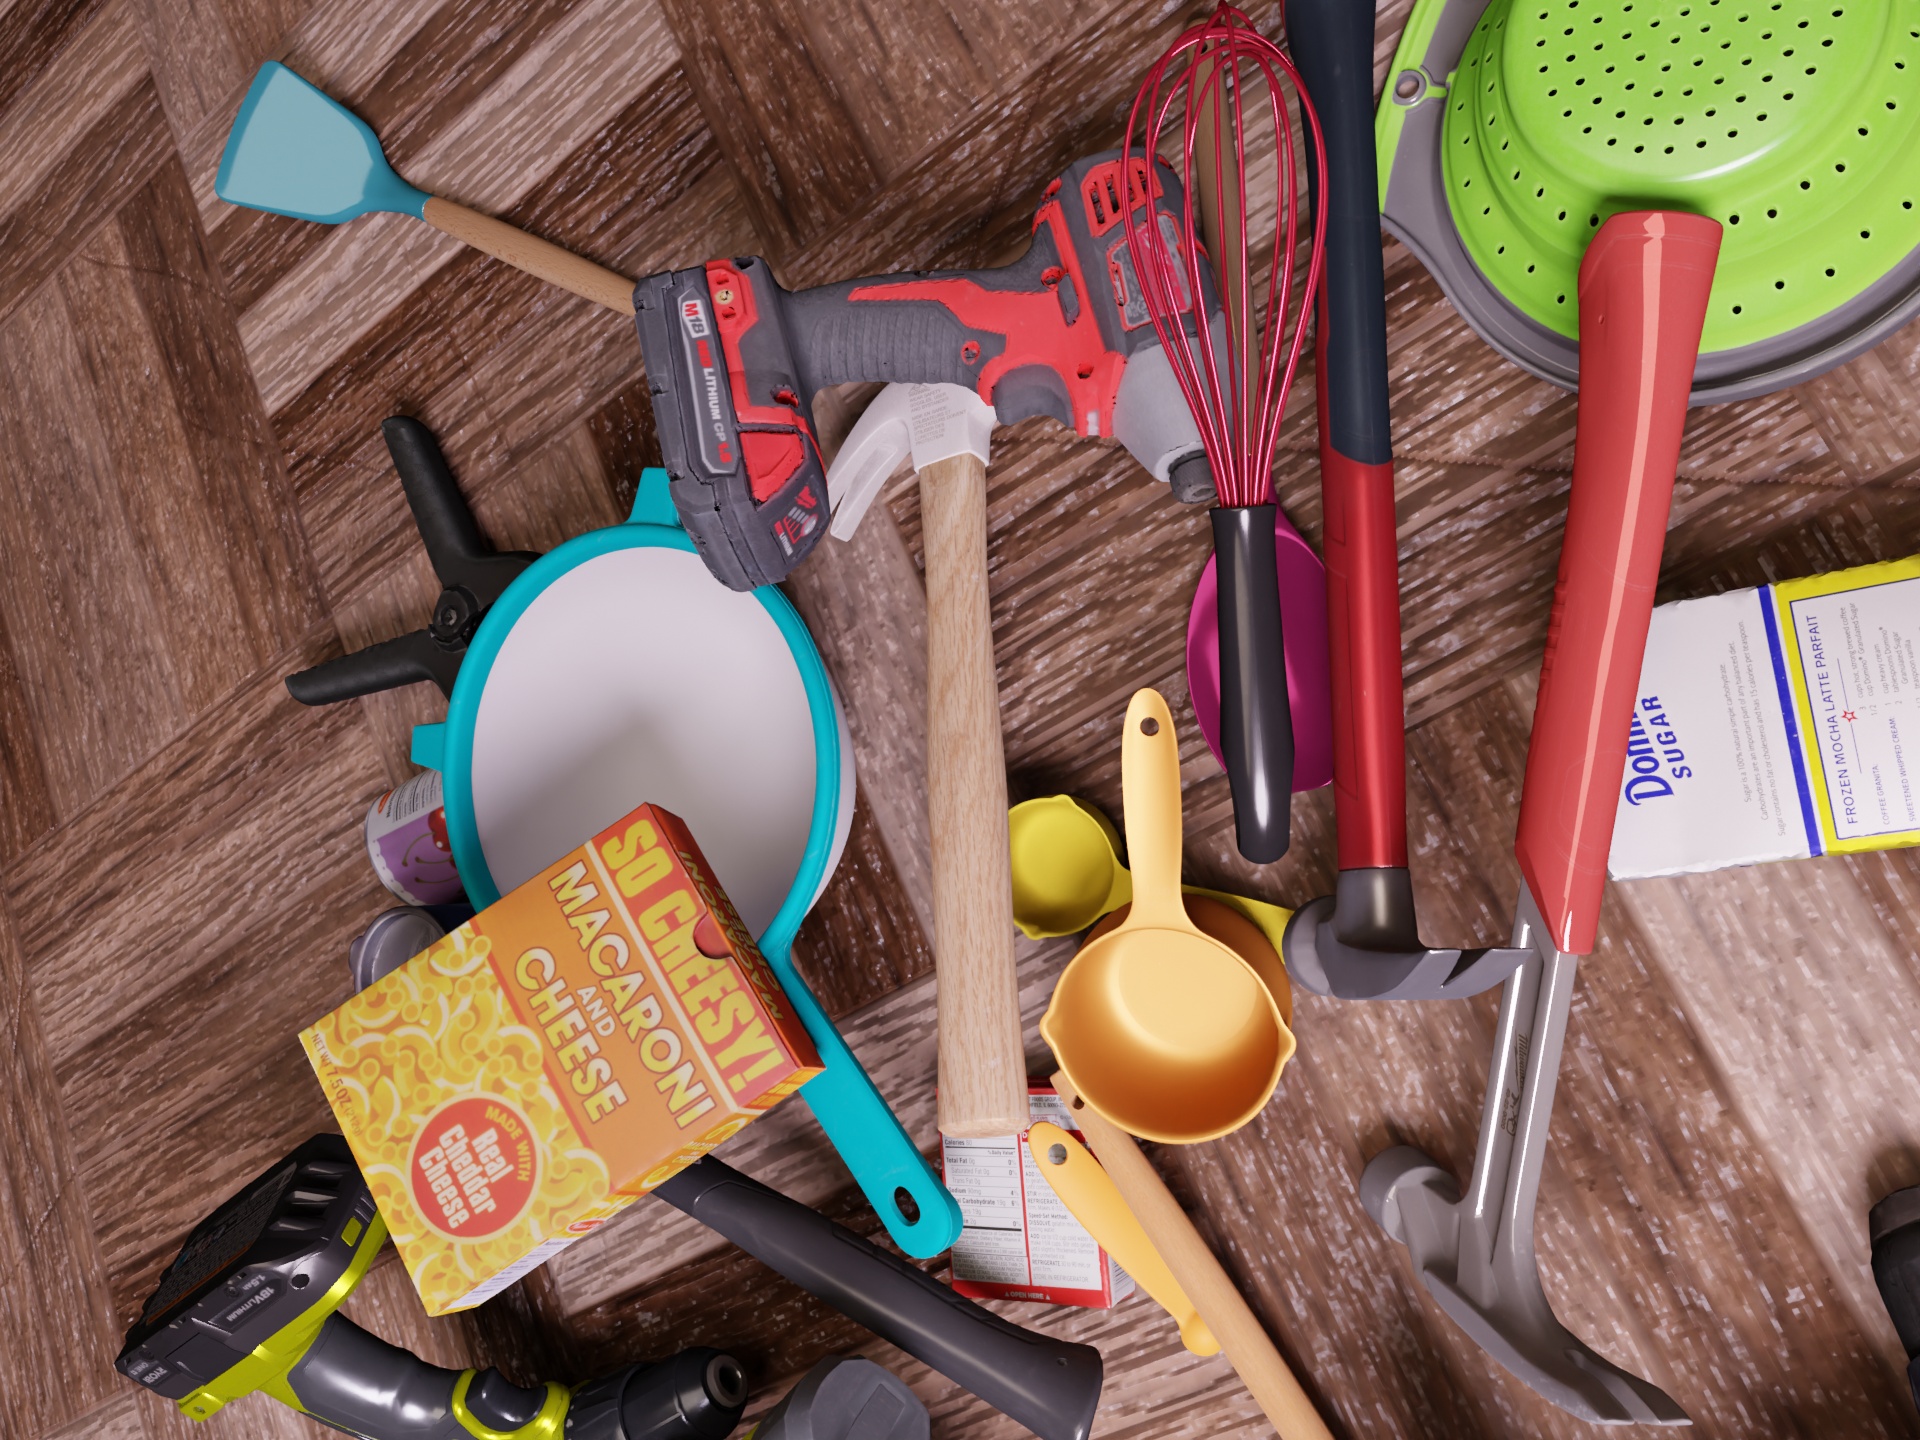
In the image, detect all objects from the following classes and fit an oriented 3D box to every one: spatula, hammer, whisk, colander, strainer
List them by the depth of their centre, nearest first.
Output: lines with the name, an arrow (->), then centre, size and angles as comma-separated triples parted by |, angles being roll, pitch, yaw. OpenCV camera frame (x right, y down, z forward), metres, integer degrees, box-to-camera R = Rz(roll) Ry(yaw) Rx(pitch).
colander -> 0.313, -0.191, 0.493 | 0.397, 0.094, 0.204 | 20, 96, 28
hammer -> 0.198, 0.024, 0.502 | 0.036, 0.149, 0.359 | 5, 97, -15
hammer -> 0.142, -0.099, 0.553 | 0.038, 0.143, 0.386 | 0, 81, -5
whisk -> 0.097, -0.094, 0.553 | 0.073, 0.073, 0.296 | 0, 100, 28
spatula -> 0.126, 0.265, 0.580 | 0.081, 0.041, 0.323 | -38, 77, 15
hammer -> -0.001, -0.002, 0.642 | 0.130, 0.031, 0.331 | -15, 65, 28
hammer -> -0.091, 0.204, 0.652 | 0.335, 0.146, 0.035 | 21, 111, 27
strainer -> -0.086, 0.071, 0.689 | 0.211, 0.095, 0.341 | -43, 71, 20
spatula -> -0.268, -0.263, 0.836 | 0.318, 0.044, 0.082 | 28, 96, 26

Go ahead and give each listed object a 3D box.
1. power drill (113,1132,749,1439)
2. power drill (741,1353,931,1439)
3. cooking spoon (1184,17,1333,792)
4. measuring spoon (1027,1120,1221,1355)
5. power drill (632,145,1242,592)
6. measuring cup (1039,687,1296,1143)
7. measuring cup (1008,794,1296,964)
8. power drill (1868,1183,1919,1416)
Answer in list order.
power drill -> -0.225, 0.287, 0.703 | 0.190, 0.080, 0.228 | -37, 112, 22
power drill -> -0.011, 0.357, 0.593 | 0.223, 0.080, 0.171 | 40, 122, 6
cooking spoon -> 0.114, -0.129, 0.638 | 0.069, 0.017, 0.319 | -8, 83, 25
measuring spoon -> 0.066, 0.201, 0.617 | 0.021, 0.011, 0.117 | -40, 94, -15
power drill -> -0.003, -0.129, 0.613 | 0.219, 0.078, 0.143 | -14, 72, 0
measuring cup -> 0.079, 0.068, 0.597 | 0.095, 0.052, 0.173 | 0, 102, 19
measuring cup -> 0.086, 0.071, 0.641 | 0.156, 0.029, 0.062 | 15, 100, 16
power drill -> 0.242, 0.251, 0.475 | 0.226, 0.080, 0.188 | -21, 47, 18
